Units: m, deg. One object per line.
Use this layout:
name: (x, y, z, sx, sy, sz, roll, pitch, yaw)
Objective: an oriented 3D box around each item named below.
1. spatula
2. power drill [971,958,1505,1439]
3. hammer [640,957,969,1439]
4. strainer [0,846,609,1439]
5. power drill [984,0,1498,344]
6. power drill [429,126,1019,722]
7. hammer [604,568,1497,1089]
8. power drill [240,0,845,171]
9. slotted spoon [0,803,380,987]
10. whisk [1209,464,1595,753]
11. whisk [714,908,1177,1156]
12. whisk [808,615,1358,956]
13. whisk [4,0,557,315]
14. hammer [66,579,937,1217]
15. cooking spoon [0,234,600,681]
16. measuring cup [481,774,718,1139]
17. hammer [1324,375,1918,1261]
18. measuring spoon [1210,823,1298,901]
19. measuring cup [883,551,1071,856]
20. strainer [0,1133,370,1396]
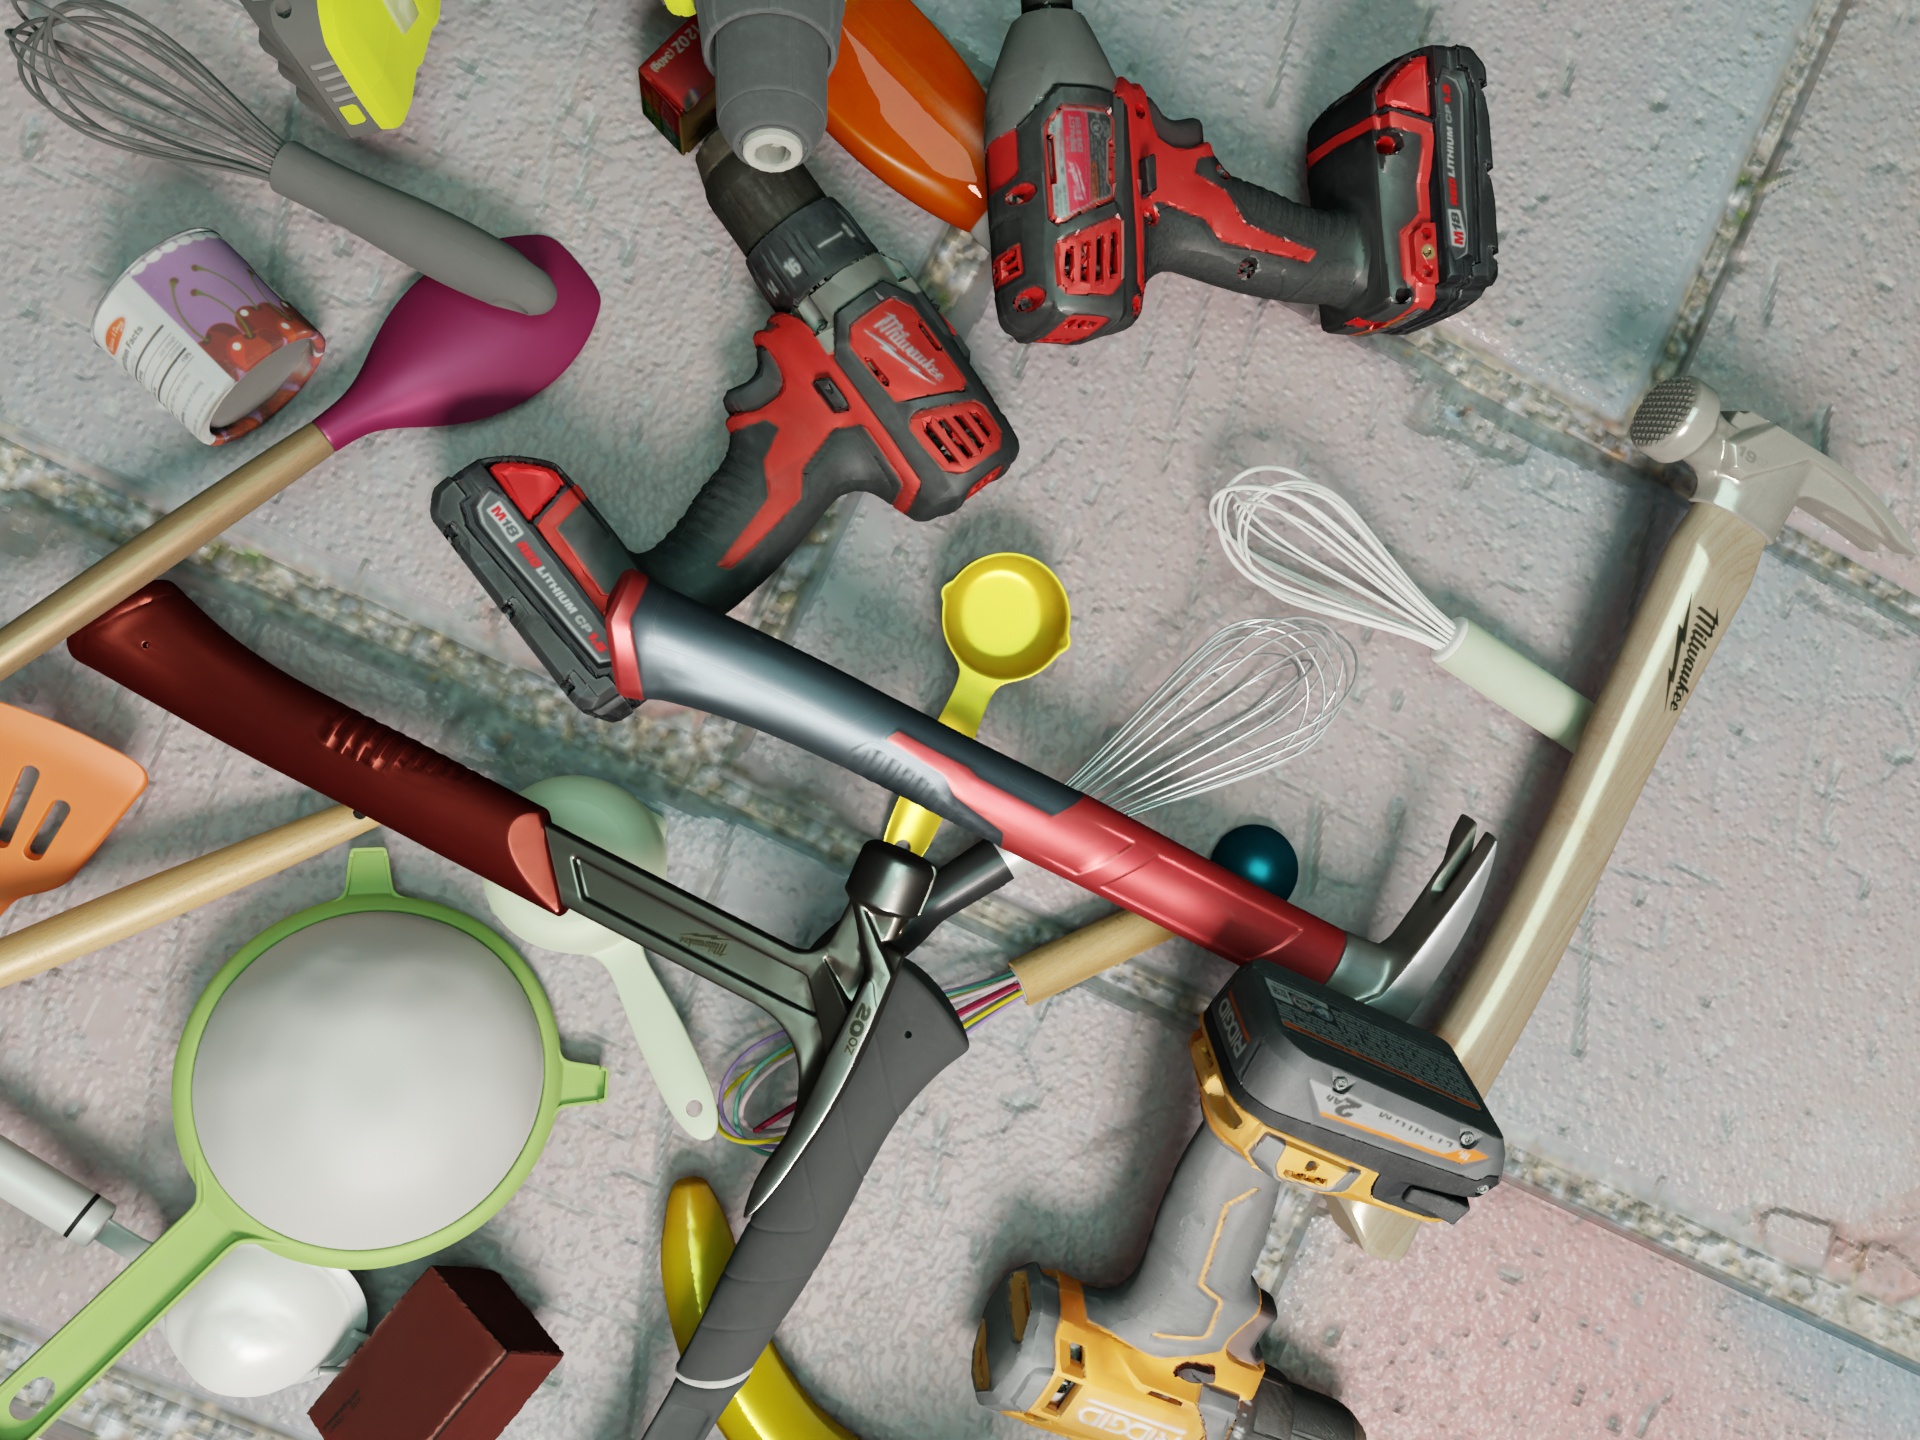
spatula: (-0.432, 0.143, 0.633, 0.081, 0.041, 0.322, 27, 87, -19)
power drill: (0.134, 0.231, 0.671, 0.185, 0.084, 0.226, 25, 109, -13)
hammer: (-0.115, 0.278, 0.647, 0.149, 0.036, 0.409, 30, 93, 2)
strainer: (-0.266, 0.174, 0.607, 0.151, 0.069, 0.256, 46, 65, -3)
power drill: (0.114, -0.234, 0.680, 0.219, 0.078, 0.143, -4, 90, -20)
power drill: (-0.110, -0.126, 0.669, 0.227, 0.080, 0.188, -37, 95, -10)
hammer: (0.040, 0.027, 0.649, 0.386, 0.038, 0.143, 28, 101, -17)
power drill: (-0.154, -0.297, 0.624, 0.228, 0.080, 0.191, -3, 74, 4)
slotted spoon: (-0.372, 0.097, 0.617, 0.314, 0.031, 0.070, -25, 90, -23)
whisk: (0.218, -0.041, 0.732, 0.246, 0.059, 0.058, 31, 68, -12)
whisk: (0.008, 0.128, 0.699, 0.245, 0.047, 0.051, -23, 92, -11)
whisk: (0.052, 0.040, 0.702, 0.284, 0.070, 0.070, -32, 94, -3)
whisk: (-0.275, -0.228, 0.650, 0.239, 0.055, 0.055, 26, 86, -6)
hammer: (-0.197, 0.048, 0.628, 0.359, 0.036, 0.149, 26, 91, 7)
cooking spoon: (-0.280, -0.100, 0.645, 0.319, 0.017, 0.068, -41, 95, -18)
measuring cup: (-0.143, 0.100, 0.665, 0.083, 0.038, 0.168, -27, 82, -8)
hammer: (0.286, 0.061, 0.724, 0.146, 0.038, 0.410, 25, 93, -17)
measuring spoon: (0.144, 0.112, 0.729, 0.042, 0.021, 0.128, -10, 91, -9)
measuring cup: (-0.001, -0.002, 0.713, 0.062, 0.029, 0.156, 23, 98, -8)
strainer: (-0.340, 0.206, 0.632, 0.258, 0.050, 0.087, 37, 107, -11)
